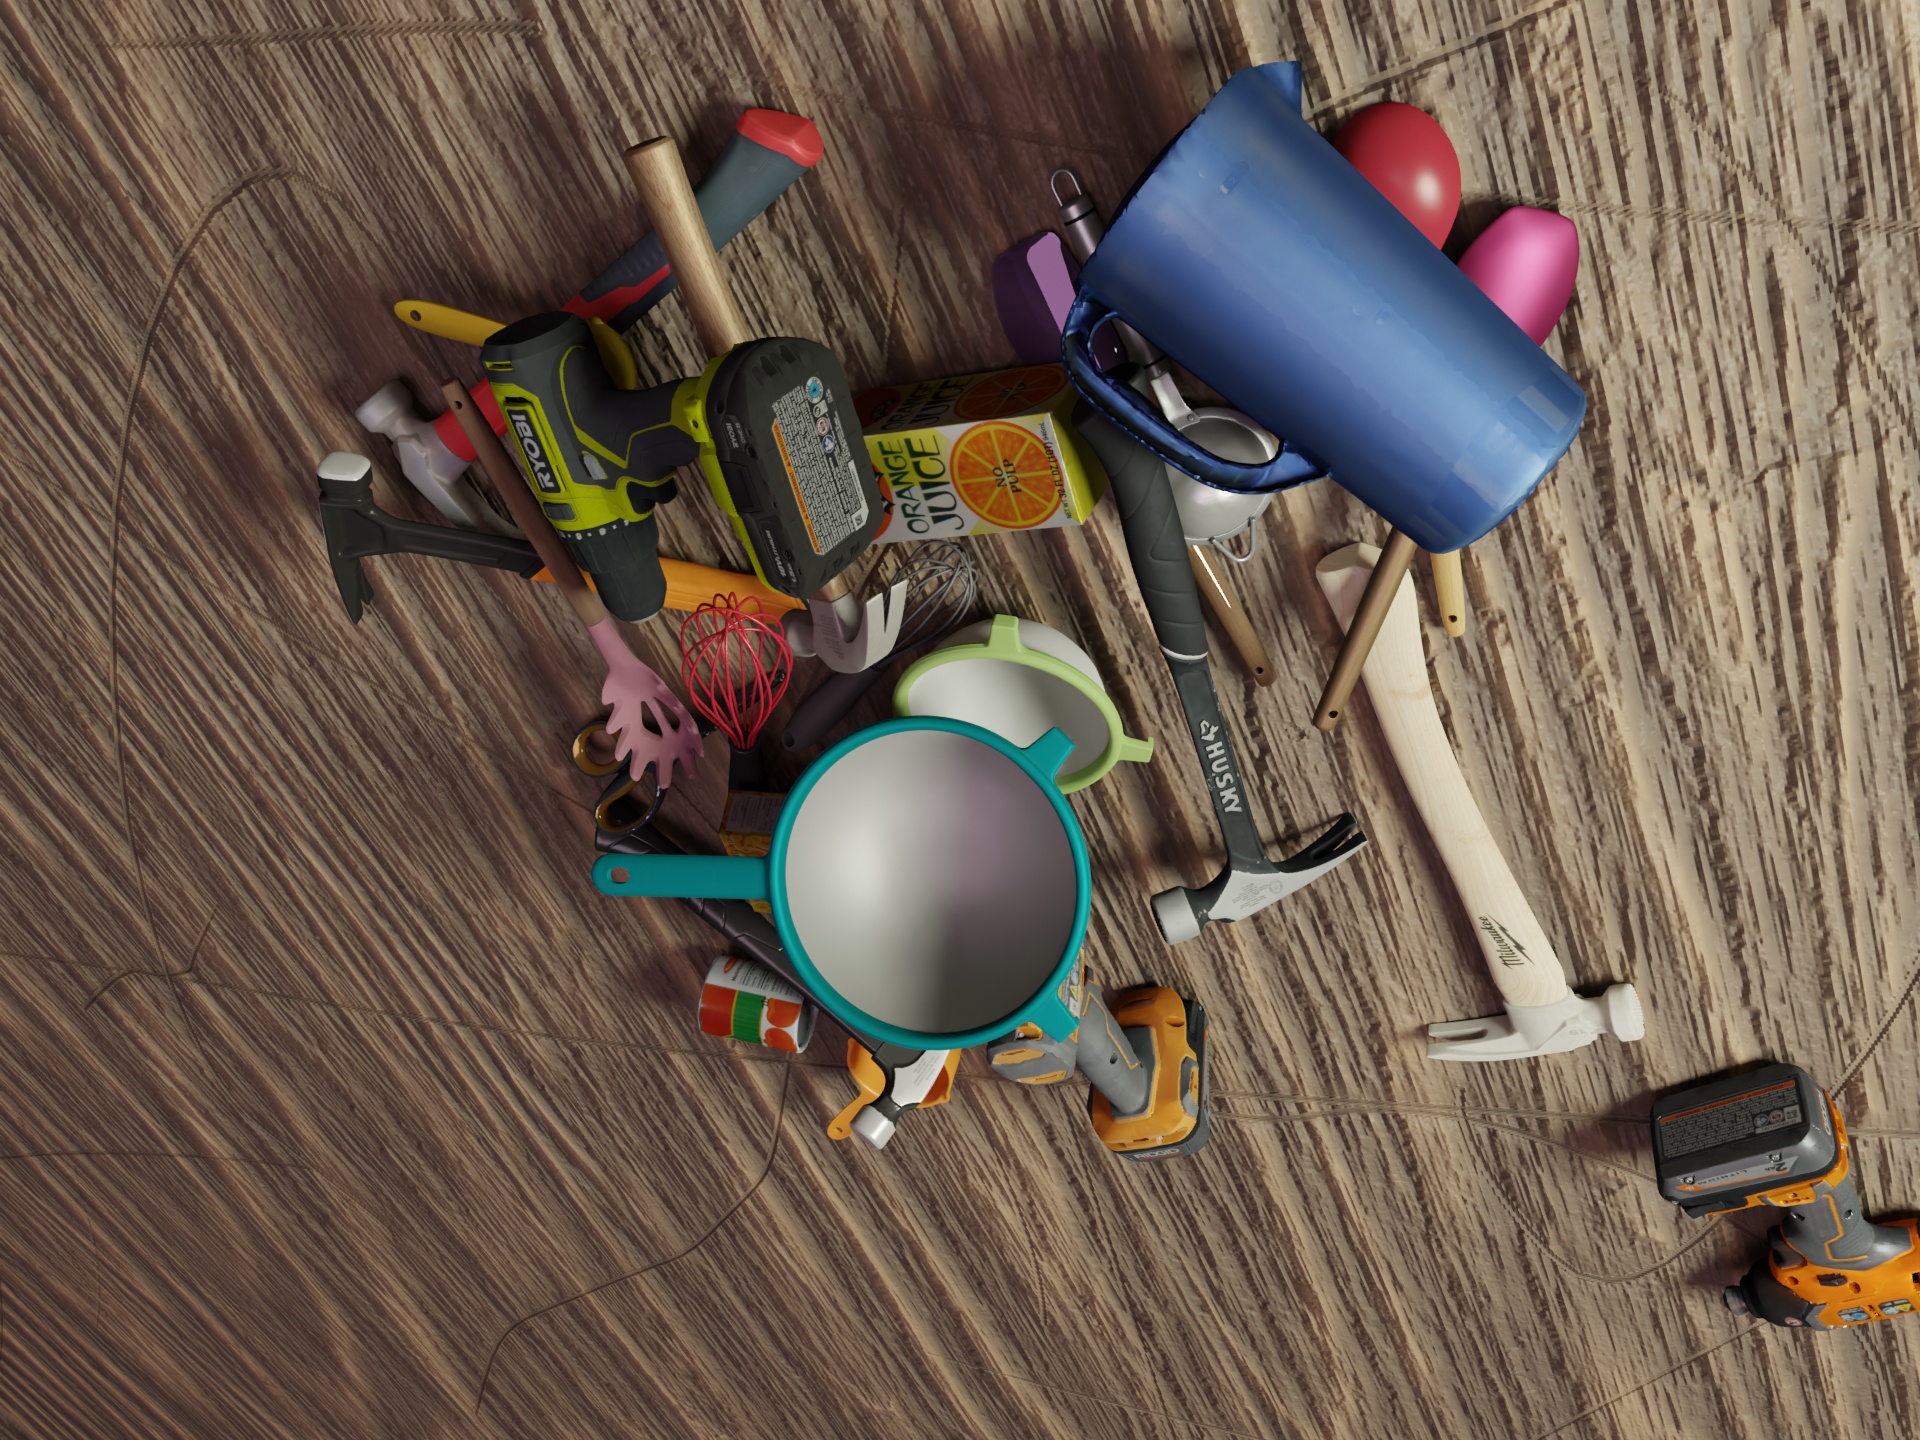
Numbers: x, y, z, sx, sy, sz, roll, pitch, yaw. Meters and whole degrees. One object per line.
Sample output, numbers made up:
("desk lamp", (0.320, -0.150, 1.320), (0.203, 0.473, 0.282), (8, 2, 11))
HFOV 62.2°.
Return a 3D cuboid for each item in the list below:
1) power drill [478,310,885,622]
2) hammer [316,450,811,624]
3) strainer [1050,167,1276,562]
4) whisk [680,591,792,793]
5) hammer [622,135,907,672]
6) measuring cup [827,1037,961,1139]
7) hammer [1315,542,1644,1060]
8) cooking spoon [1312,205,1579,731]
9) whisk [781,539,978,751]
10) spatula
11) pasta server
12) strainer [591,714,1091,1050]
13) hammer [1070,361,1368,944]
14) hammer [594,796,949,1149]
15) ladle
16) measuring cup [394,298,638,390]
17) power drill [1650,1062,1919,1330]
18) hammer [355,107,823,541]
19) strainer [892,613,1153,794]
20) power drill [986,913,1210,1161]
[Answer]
("power drill", (-0.159, -0.134, 0.904), (0.229, 0.080, 0.190), (9, 129, 37))
("hammer", (-0.258, -0.097, 1.073), (0.337, 0.034, 0.127), (9, 134, 0))
("strainer", (0.113, -0.193, 0.904), (0.087, 0.050, 0.258), (-27, 110, 9))
("whisk", (-0.148, 0.003, 1.084), (0.073, 0.073, 0.295), (18, 151, 5))
("hammer", (-0.116, -0.174, 0.933), (0.130, 0.031, 0.331), (14, 132, 50))
("measuring cup", (-0.063, 0.291, 1.317), (0.095, 0.052, 0.173), (33, 131, -7))
("hammer", (0.311, 0.067, 1.033), (0.146, 0.038, 0.410), (-16, 118, 29))
("cooking spoon", (0.258, -0.127, 0.885), (0.068, 0.017, 0.318), (9, 122, -12))
("whisk", (-0.061, -0.043, 1.074), (0.055, 0.055, 0.239), (38, 132, -11))
("spatula", (0.112, -0.145, 0.954), (0.060, 0.018, 0.315), (-22, 114, 29))
("pasta server", (-0.252, -0.083, 1.037), (0.060, 0.040, 0.315), (-19, 126, 8))
("strainer", (-0.072, 0.100, 1.051), (0.340, 0.095, 0.211), (0, 94, 17))
("hammer", (0.144, -0.030, 0.957), (0.149, 0.036, 0.408), (-21, 126, 2))
("hammer", (-0.146, 0.168, 1.229), (0.335, 0.146, 0.035), (38, 159, 3))
("ladle", (0.254, -0.178, 0.878), (0.069, 0.031, 0.315), (-4, 125, 23))
("measuring cup", (-0.275, -0.225, 0.967), (0.156, 0.029, 0.062), (16, 131, 1))
("power drill", (0.582, 0.352, 1.124), (0.164, 0.084, 0.226), (-31, 115, 34))
("hammer", (-0.217, -0.236, 0.987), (0.386, 0.038, 0.143), (-28, 114, 33))
("strainer", (-0.002, -0.003, 1.071), (0.256, 0.069, 0.151), (-23, 130, 41))
("power drill", (0.097, 0.197, 1.140), (0.084, 0.186, 0.226), (-18, 137, 29))
